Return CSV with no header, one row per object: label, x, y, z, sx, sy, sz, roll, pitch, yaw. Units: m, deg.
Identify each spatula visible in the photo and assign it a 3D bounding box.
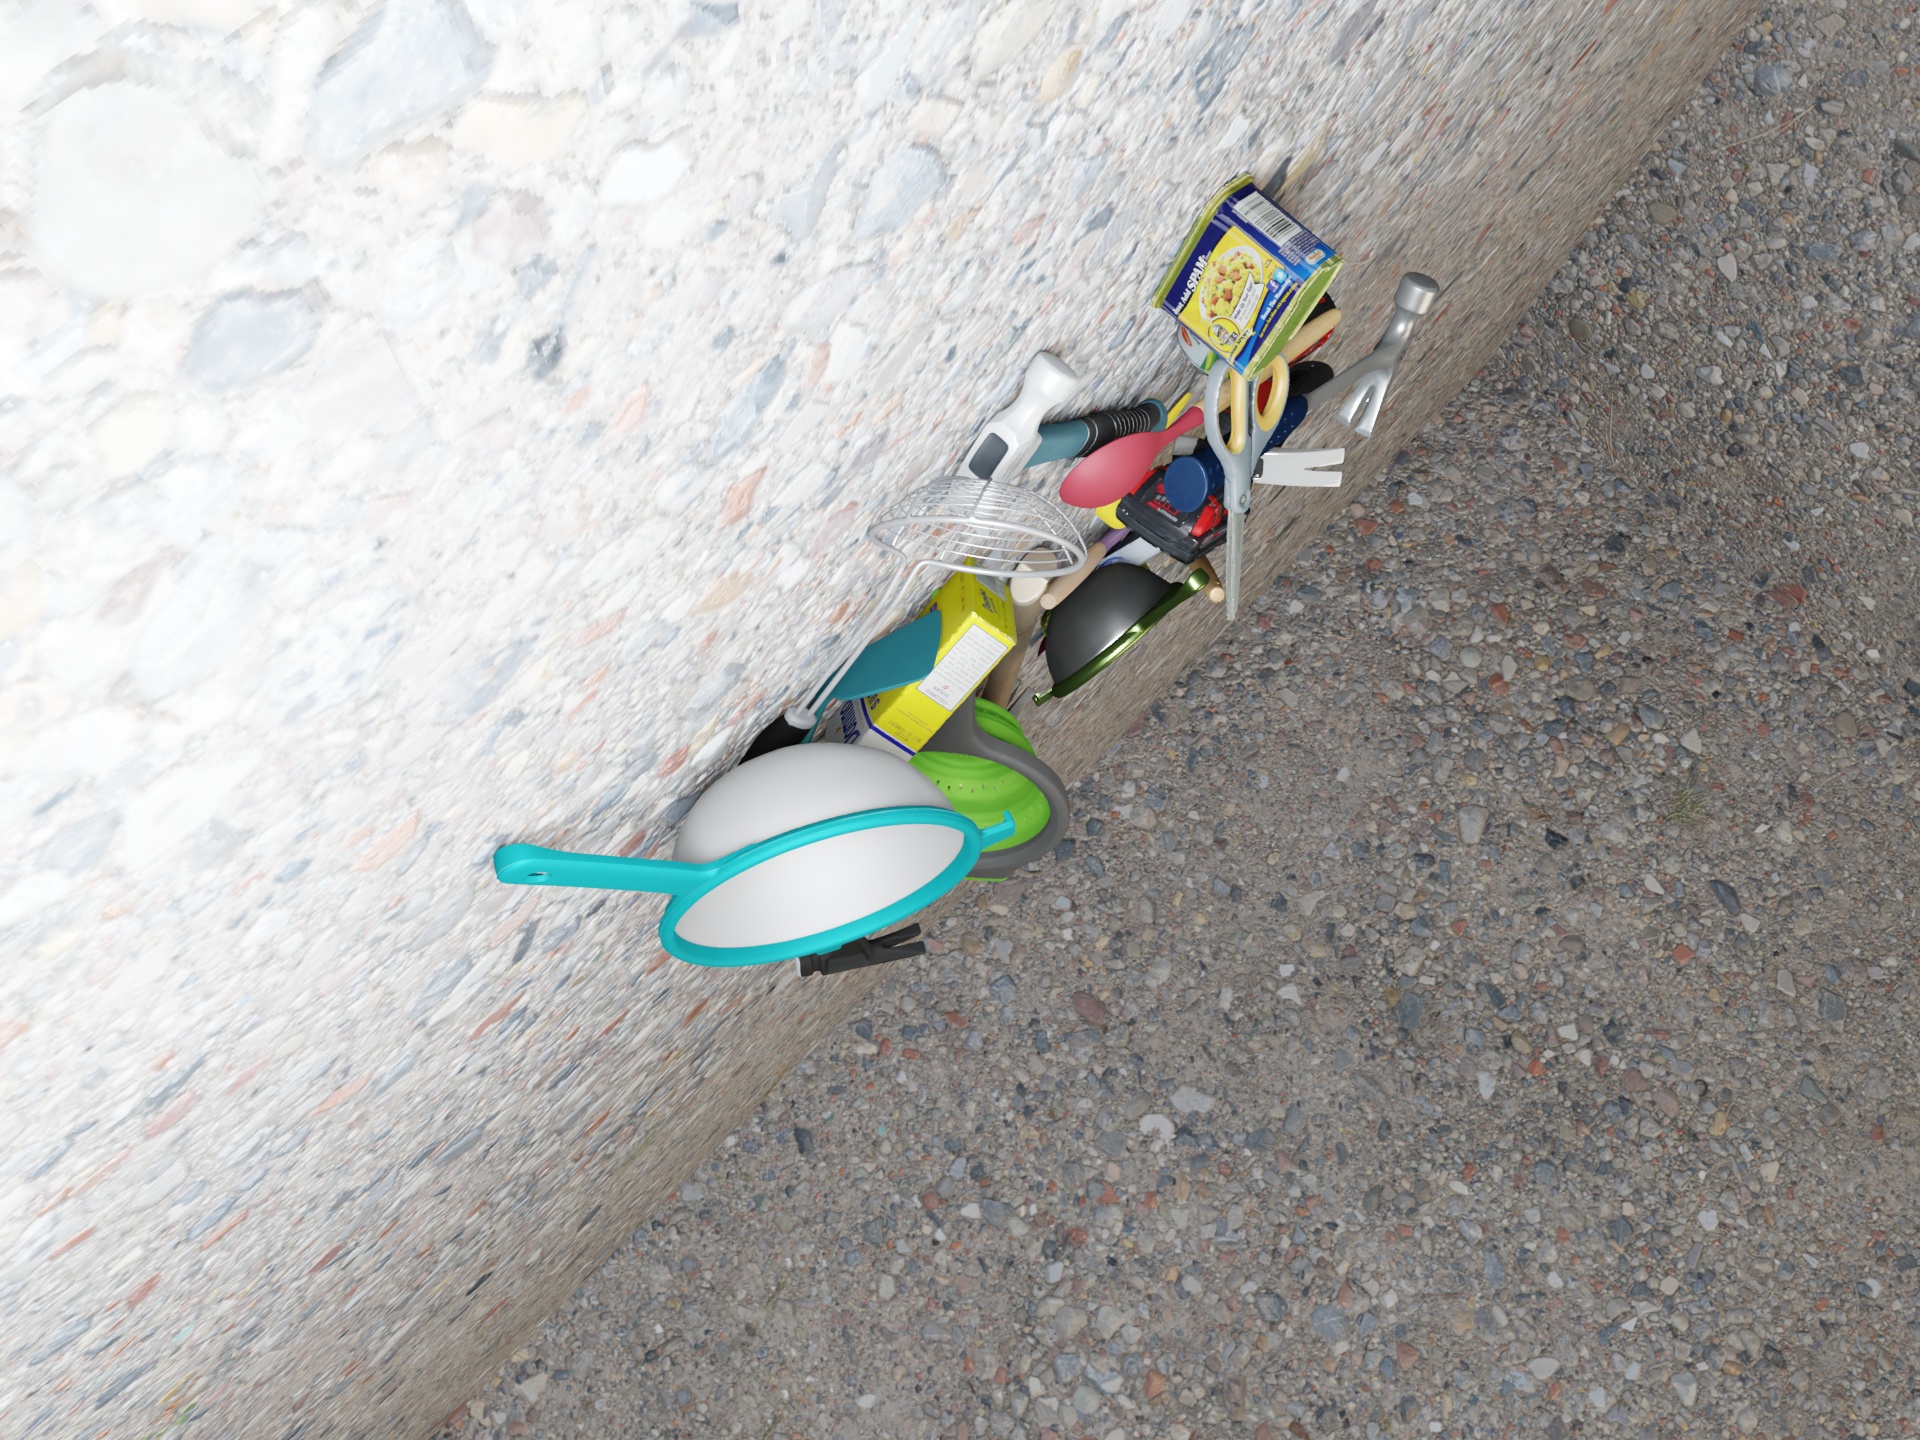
spatula,-0.119,0.039,1.138,0.317,0.044,0.082,-50,-160,31
spatula,0.118,-0.145,1.398,0.060,0.018,0.316,-35,-175,26

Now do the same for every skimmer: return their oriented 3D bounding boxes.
skimmer,-0.063,-0.020,1.000,0.127,0.090,0.363,13,132,-38

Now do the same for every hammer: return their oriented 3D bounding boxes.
hammer,-0.095,0.136,1.419,0.127,0.034,0.336,-10,146,-8
hammer,0.049,-0.059,1.501,0.146,0.038,0.410,-52,172,-22
hammer,0.271,-0.244,1.265,0.405,0.035,0.144,-36,152,-45
hammer,0.082,-0.195,1.093,0.128,0.033,0.331,-52,170,25
hammer,0.316,-0.291,1.525,0.335,0.146,0.035,-49,145,-56

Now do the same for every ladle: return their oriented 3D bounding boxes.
ladle,0.214,-0.161,1.431,0.320,0.078,0.062,-86,-164,-72
ladle,0.184,-0.231,1.145,0.315,0.031,0.069,-38,167,-31

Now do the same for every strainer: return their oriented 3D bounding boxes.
strainer,-0.141,0.065,0.970,0.211,0.095,0.340,-36,151,31
strainer,0.135,-0.102,1.350,0.151,0.069,0.256,-42,-178,-20

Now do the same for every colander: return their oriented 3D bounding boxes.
colander,-0.002,-0.004,1.334,0.396,0.204,0.095,90,7,-54

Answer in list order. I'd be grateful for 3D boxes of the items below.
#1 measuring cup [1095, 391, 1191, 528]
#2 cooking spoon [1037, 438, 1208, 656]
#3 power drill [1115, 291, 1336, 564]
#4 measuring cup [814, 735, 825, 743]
measuring cup,0.167,-0.222,1.373,0.062,0.029,0.156,-39,170,-40
cooking spoon,0.177,-0.186,1.615,0.319,0.017,0.069,-50,-176,18
power drill,0.208,-0.241,1.284,0.188,0.080,0.226,-32,152,-48
measuring cup,-0.137,0.069,1.218,0.167,0.038,0.083,-41,170,-22
